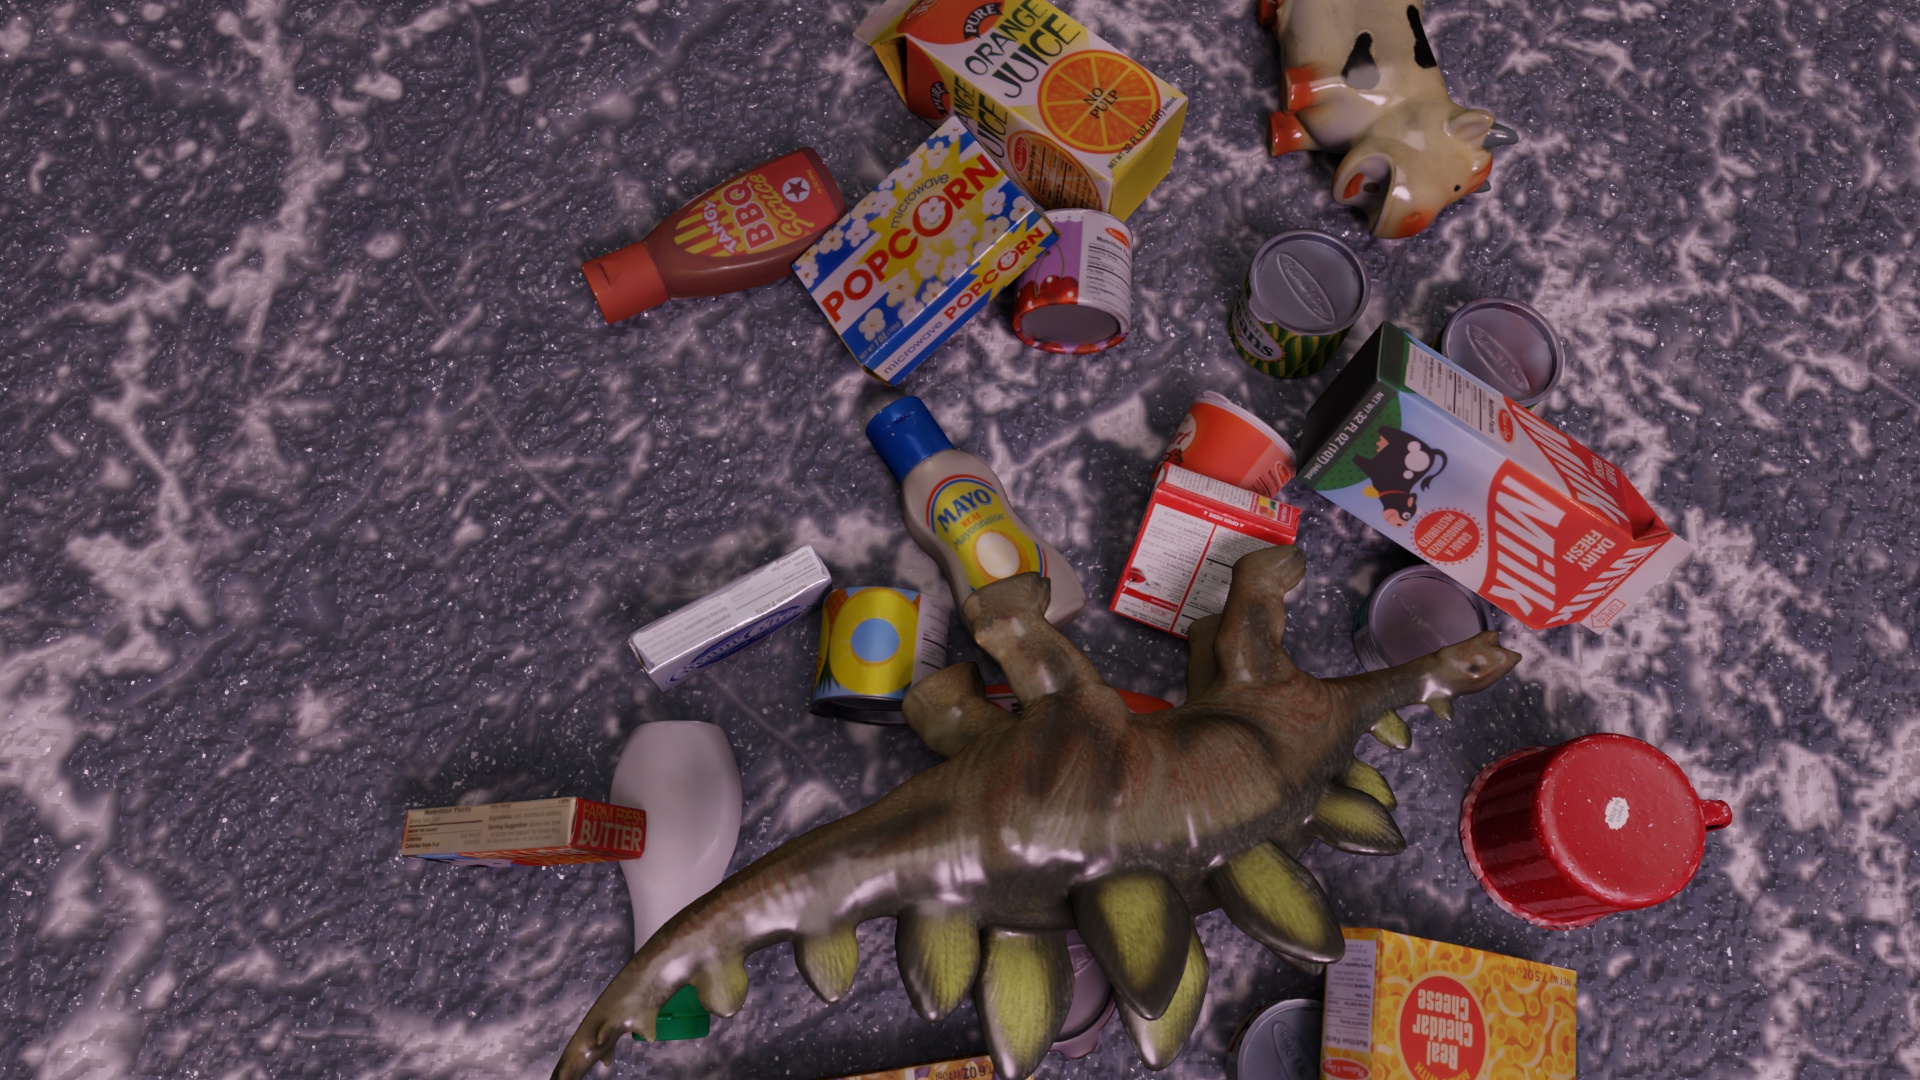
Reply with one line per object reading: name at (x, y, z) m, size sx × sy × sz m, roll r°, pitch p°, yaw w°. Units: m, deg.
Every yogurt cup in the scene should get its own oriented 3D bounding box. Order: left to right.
yogurt cup at (0.138, -0.037, 0.743) m, size 0.072 × 0.072 × 0.054 m, roll 36°, pitch 82°, yaw 10°

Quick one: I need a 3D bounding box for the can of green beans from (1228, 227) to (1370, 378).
can of green beans at (0.188, -0.132, 0.779) m, size 0.071 × 0.057 × 0.071 m, roll 1°, pitch 72°, yaw -2°

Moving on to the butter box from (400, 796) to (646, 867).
butter box at (-0.206, 0.139, 0.655) m, size 0.103 × 0.053 × 0.024 m, roll -9°, pitch 69°, yaw 23°

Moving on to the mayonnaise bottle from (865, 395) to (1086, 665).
mayonnaise bottle at (0.003, -0.009, 0.739) m, size 0.065 × 0.041 × 0.148 m, roll -32°, pitch 76°, yaw -10°

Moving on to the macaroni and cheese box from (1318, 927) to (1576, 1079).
macaroni and cheese box at (0.220, 0.270, 0.629) m, size 0.124 × 0.040 × 0.167 m, roll 17°, pitch 70°, yaw -22°

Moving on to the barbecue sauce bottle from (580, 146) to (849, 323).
barbecue sauce bottle at (-0.138, -0.168, 0.787) m, size 0.149 × 0.043 × 0.065 m, roll -25°, pitch 75°, yaw -10°

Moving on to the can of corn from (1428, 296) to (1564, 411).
can of corn at (0.287, -0.091, 0.768) m, size 0.071 × 0.058 × 0.071 m, roll 1°, pitch 72°, yaw -2°

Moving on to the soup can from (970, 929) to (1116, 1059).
soup can at (0.038, 0.203, 0.646) m, size 0.071 × 0.083 × 0.071 m, roll 1°, pitch 72°, yaw -1°

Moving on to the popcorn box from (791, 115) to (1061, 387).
popcorn box at (-0.021, -0.157, 0.759) m, size 0.126 × 0.038 × 0.085 m, roll -41°, pitch 61°, yaw 11°

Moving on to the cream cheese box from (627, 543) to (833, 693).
cream cheese box at (-0.116, 0.040, 0.712) m, size 0.104 × 0.053 × 0.024 m, roll -28°, pitch 77°, yaw -11°

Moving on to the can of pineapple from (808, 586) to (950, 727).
can of pineapple at (-0.041, 0.059, 0.702) m, size 0.071 × 0.070 × 0.058 m, roll 5°, pitch 71°, yaw 0°

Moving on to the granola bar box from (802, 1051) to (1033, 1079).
granola bar box at (-0.041, 0.307, 0.631) m, size 0.166 × 0.039 × 0.124 m, roll -7°, pitch 72°, yaw -4°

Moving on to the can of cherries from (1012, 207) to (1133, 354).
can of cherries at (0.061, -0.143, 0.776) m, size 0.071 × 0.071 × 0.058 m, roll 3°, pitch 72°, yaw -1°

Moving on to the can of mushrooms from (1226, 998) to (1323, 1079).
can of mushrooms at (0.163, 0.251, 0.660) m, size 0.071 × 0.033 × 0.071 m, roll 0°, pitch 71°, yaw -1°

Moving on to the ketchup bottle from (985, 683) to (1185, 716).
ketchup bottle at (0.071, 0.102, 0.703) m, size 0.149 × 0.043 × 0.065 m, roll -3°, pitch 71°, yaw -4°

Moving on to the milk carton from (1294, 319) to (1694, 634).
milk carton at (0.274, -0.023, 0.715) m, size 0.190 × 0.072 × 0.074 m, roll 31°, pitch 37°, yaw -2°

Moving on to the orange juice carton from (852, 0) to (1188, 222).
orange juice carton at (0.031, -0.266, 0.811) m, size 0.193 × 0.072 × 0.072 m, roll 38°, pitch 75°, yaw 11°

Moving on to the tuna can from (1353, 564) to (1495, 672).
tuna can at (0.245, 0.047, 0.733) m, size 0.071 × 0.032 × 0.071 m, roll 1°, pitch 71°, yaw -2°

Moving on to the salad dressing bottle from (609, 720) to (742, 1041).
salad dressing bottle at (-0.139, 0.164, 0.675) m, size 0.064 × 0.044 × 0.148 m, roll -3°, pitch 72°, yaw 3°
